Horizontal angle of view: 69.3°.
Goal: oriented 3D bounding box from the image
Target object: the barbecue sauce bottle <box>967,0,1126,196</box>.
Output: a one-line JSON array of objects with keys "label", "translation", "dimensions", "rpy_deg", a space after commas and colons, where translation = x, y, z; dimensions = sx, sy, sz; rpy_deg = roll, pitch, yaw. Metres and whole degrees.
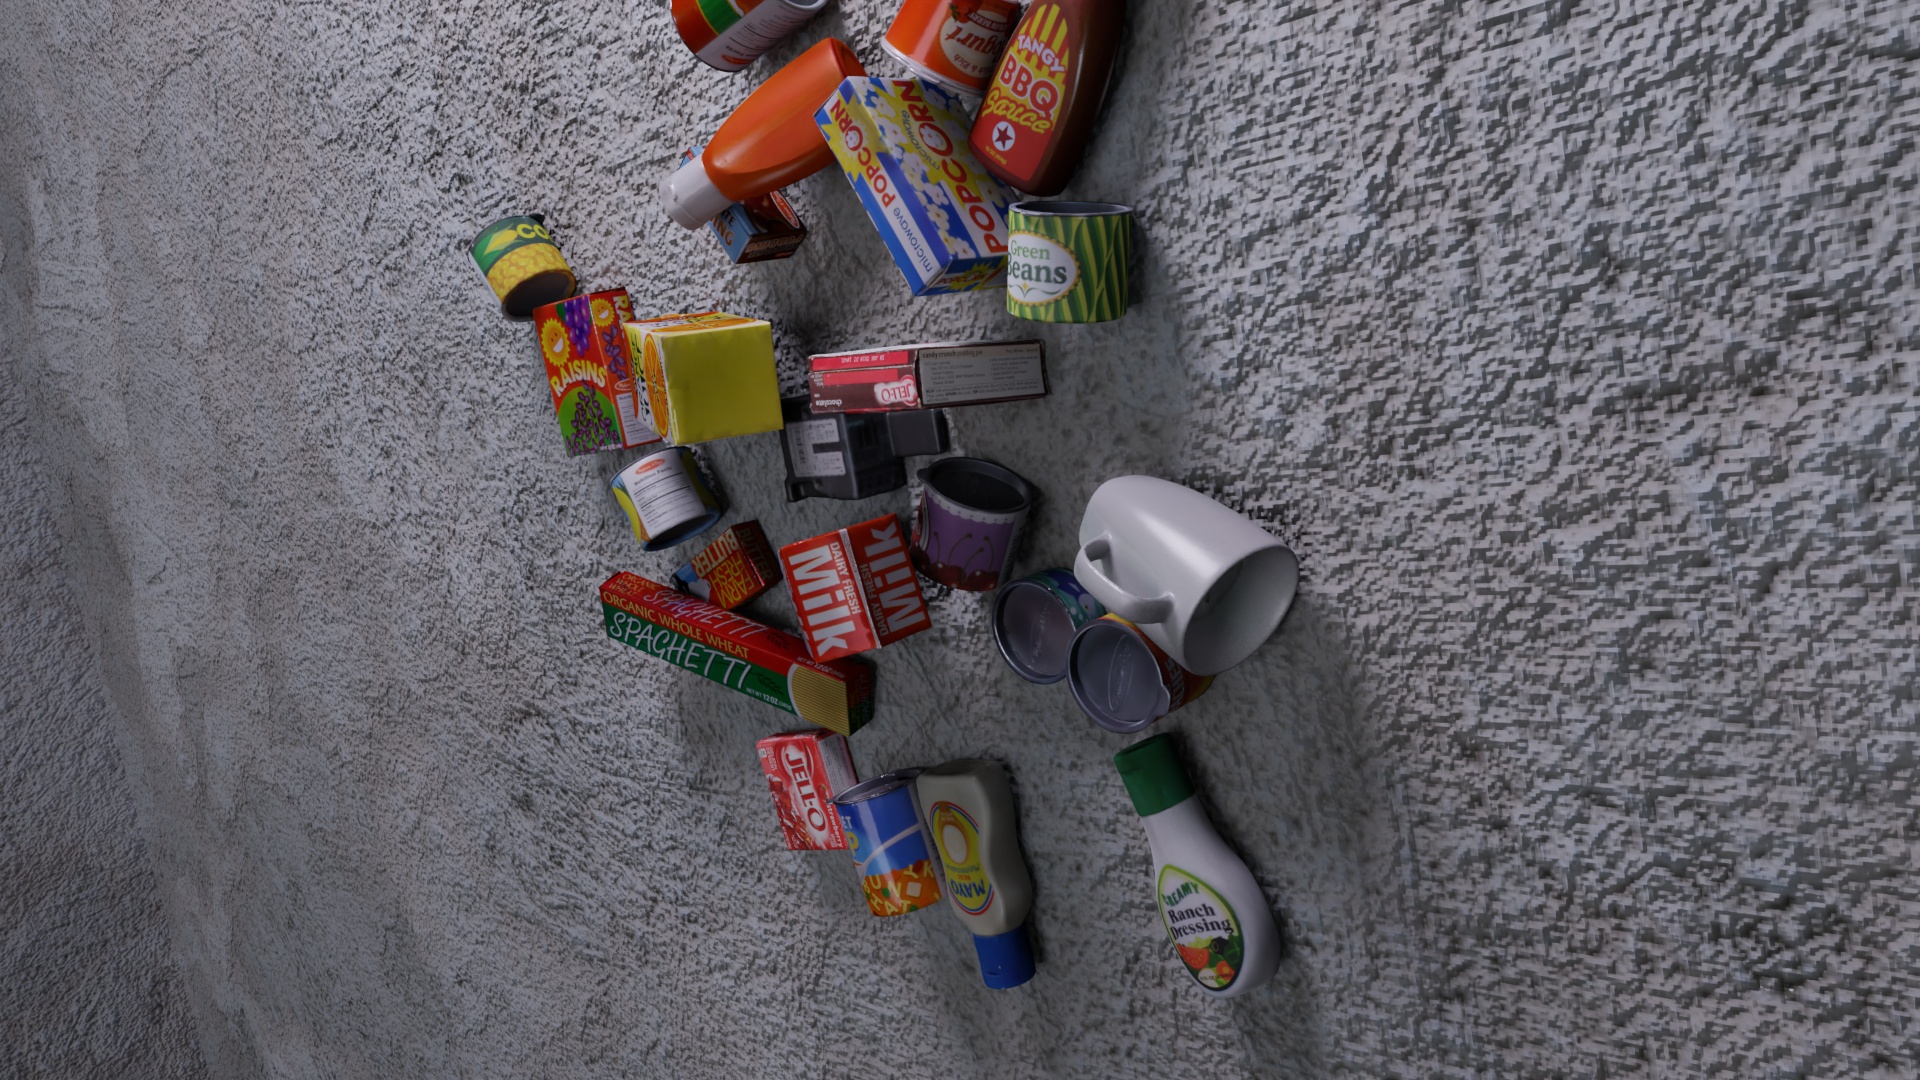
[{"label": "barbecue sauce bottle", "translation": [0.056, -0.261, 0.734], "dimensions": [0.065, 0.044, 0.147], "rpy_deg": [45, 129, 26]}]

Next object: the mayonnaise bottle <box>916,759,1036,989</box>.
[{"label": "mayonnaise bottle", "translation": [0.016, 0.221, 0.924], "dimensions": [0.064, 0.041, 0.148], "rpy_deg": [-11, 95, 43]}]

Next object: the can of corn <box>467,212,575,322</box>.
[{"label": "can of corn", "translation": [-0.349, -0.218, 1.113], "dimensions": [0.058, 0.071, 0.070], "rpy_deg": [56, 133, 14]}]

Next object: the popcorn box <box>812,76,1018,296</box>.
[{"label": "popcorn box", "translation": [-0.016, -0.202, 0.790], "dimensions": [0.038, 0.085, 0.127], "rpy_deg": [-39, 76, 42]}]

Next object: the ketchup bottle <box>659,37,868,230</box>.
[{"label": "ketchup bottle", "translation": [-0.122, -0.247, 0.867], "dimensions": [0.148, 0.043, 0.065], "rpy_deg": [-28, 78, 21]}]

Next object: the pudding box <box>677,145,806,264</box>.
[{"label": "pudding box", "translation": [-0.147, -0.227, 0.930], "dimensions": [0.084, 0.050, 0.030], "rpy_deg": [56, 134, 15]}]

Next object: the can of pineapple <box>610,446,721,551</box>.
[{"label": "can of pineapple", "translation": [-0.222, -0.031, 1.053], "dimensions": [0.070, 0.071, 0.058], "rpy_deg": [-35, 79, 44]}]

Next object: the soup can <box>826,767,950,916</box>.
[{"label": "soup can", "translation": [-0.046, 0.208, 0.958], "dimensions": [0.071, 0.071, 0.083], "rpy_deg": [-16, 92, 45]}]

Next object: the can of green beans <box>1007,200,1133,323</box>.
[{"label": "can of green beans", "translation": [0.058, -0.151, 0.750], "dimensions": [0.071, 0.071, 0.057], "rpy_deg": [17, 115, 39]}]

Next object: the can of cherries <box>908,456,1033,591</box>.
[{"label": "can of cherries", "translation": [0.003, -0.011, 0.844], "dimensions": [0.071, 0.072, 0.058], "rpy_deg": [34, 125, 31]}]

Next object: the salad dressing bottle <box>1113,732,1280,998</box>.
[{"label": "salad dressing bottle", "translation": [0.133, 0.186, 0.800], "dimensions": [0.064, 0.044, 0.147], "rpy_deg": [-29, 83, 45]}]

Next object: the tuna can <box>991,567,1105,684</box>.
[{"label": "tuna can", "translation": [0.056, 0.052, 0.839], "dimensions": [0.071, 0.033, 0.070], "rpy_deg": [15, 113, 40]}]

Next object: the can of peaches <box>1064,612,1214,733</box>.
[{"label": "can of peaches", "translation": [0.104, 0.070, 0.782], "dimensions": [0.071, 0.058, 0.071], "rpy_deg": [14, 112, 39]}]

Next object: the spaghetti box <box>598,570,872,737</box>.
[{"label": "spaghetti box", "translation": [-0.173, 0.081, 1.039], "dimensions": [0.250, 0.029, 0.050], "rpy_deg": [17, 124, 30]}]

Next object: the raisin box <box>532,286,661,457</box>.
[{"label": "raisin box", "translation": [-0.288, -0.132, 1.100], "dimensions": [0.086, 0.040, 0.123], "rpy_deg": [-3, 102, 44]}]

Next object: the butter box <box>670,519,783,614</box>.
[{"label": "butter box", "translation": [-0.179, 0.029, 1.058], "dimensions": [0.103, 0.024, 0.053], "rpy_deg": [-33, 81, 44]}]

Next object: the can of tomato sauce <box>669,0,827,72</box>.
[{"label": "can of tomato sauce", "translation": [-0.132, -0.343, 0.867], "dimensions": [0.083, 0.071, 0.071], "rpy_deg": [-17, 91, 44]}]

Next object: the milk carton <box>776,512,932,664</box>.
[{"label": "milk carton", "translation": [-0.067, 0.028, 0.851], "dimensions": [0.190, 0.073, 0.072], "rpy_deg": [175, 77, -81]}]

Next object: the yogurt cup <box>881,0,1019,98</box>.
[{"label": "yogurt cup", "translation": [-0.003, -0.285, 0.768], "dimensions": [0.072, 0.072, 0.053], "rpy_deg": [42, 120, 26]}]

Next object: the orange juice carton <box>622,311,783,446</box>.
[{"label": "orange juice carton", "translation": [-0.185, -0.116, 0.959], "dimensions": [0.193, 0.073, 0.071], "rpy_deg": [-153, 55, -65]}]
